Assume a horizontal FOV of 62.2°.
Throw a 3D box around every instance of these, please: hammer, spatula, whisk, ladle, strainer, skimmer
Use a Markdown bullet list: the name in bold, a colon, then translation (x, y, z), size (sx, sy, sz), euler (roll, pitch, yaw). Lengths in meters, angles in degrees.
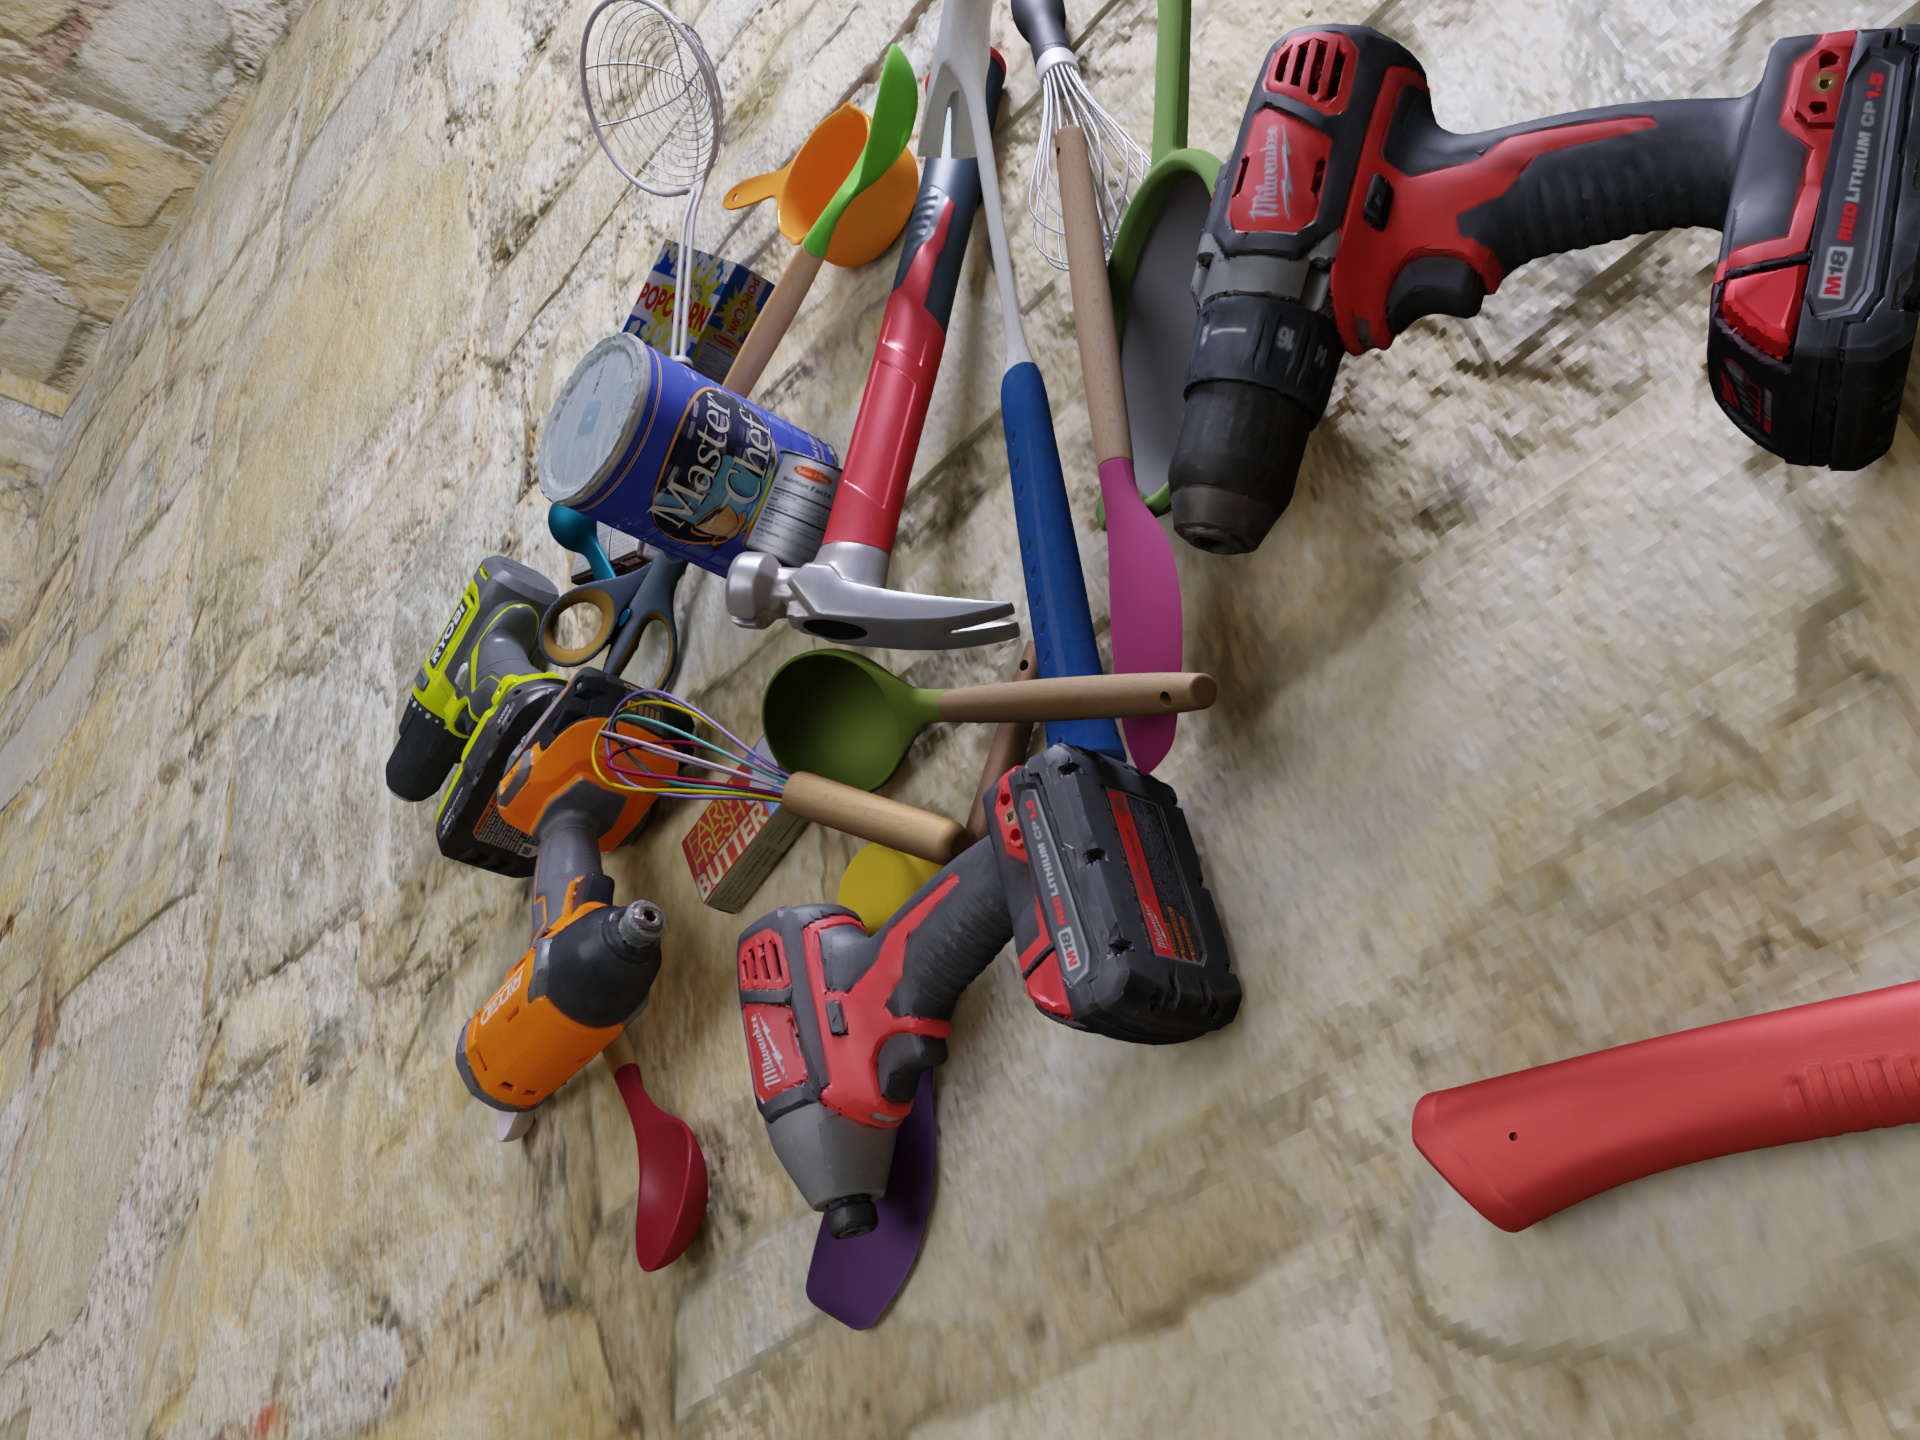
- **hammer**: translation (0.027, -0.168, 0.746), size (0.144, 0.035, 0.406), euler (115, 149, -69)
- **spatula**: translation (-0.007, 0.114, 0.717), size (0.060, 0.018, 0.316), euler (10, 80, 43)
- **whisk**: translation (0.058, -0.324, 0.837), size (0.070, 0.070, 0.285), euler (-38, 42, 31)
- **ladle**: translation (-0.196, 0.183, 0.893), size (0.069, 0.031, 0.316), euler (-61, 37, 16)
- **ladle**: translation (-0.001, -0.002, 0.686), size (0.320, 0.062, 0.078), euler (-2, 111, 62)
- **hammer**: translation (0.279, 0.066, 0.400), size (0.359, 0.036, 0.149), euler (-25, 54, 39)
- **strainer**: translation (0.112, -0.210, 0.675), size (0.151, 0.069, 0.256), euler (157, 117, -73)
- **whisk**: translation (-0.097, 0.034, 0.779), size (0.245, 0.047, 0.051), euler (15, 128, 36)
- **skimmer**: translation (-0.204, -0.289, 1.017), size (0.127, 0.090, 0.363), euler (-21, 63, 48)
- **hammer**: translation (-0.008, -0.212, 0.844), size (0.143, 0.038, 0.387), euler (6, 64, 13)

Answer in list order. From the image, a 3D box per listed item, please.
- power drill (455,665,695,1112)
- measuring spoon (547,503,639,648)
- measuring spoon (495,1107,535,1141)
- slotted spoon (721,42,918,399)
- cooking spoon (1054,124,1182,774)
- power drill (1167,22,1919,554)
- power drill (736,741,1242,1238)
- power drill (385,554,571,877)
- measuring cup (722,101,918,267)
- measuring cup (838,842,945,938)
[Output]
- **power drill**: translation (-0.204, 0.082, 0.878), size (0.164, 0.084, 0.227), euler (-43, 35, 35)
- **measuring spoon**: translation (-0.240, -0.097, 1.029), size (0.042, 0.021, 0.129), euler (-47, 61, 37)
- **measuring spoon**: translation (-0.237, 0.211, 0.923), size (0.124, 0.018, 0.034), euler (-43, 38, 37)
- **slotted spoon**: translation (-0.095, -0.262, 0.938), size (0.313, 0.031, 0.070), euler (-46, 27, 48)
- **cooking spoon**: translation (0.062, -0.128, 0.672), size (0.068, 0.017, 0.319), euler (119, 150, -61)
- **power drill**: translation (0.180, -0.134, 0.516), size (0.227, 0.080, 0.188), euler (12, 80, 28)
- **power drill**: translation (-0.003, 0.115, 0.651), size (0.219, 0.078, 0.143), euler (-34, 55, 31)
- **power drill**: translation (-0.324, 0.009, 1.088), size (0.190, 0.080, 0.229), euler (-58, 37, 9)
- **measuring cup**: translation (-0.091, -0.329, 1.009), size (0.174, 0.052, 0.095), euler (14, 82, 53)
- **measuring cup**: translation (-0.047, 0.130, 0.744), size (0.062, 0.029, 0.156), euler (-1, 70, 49)
